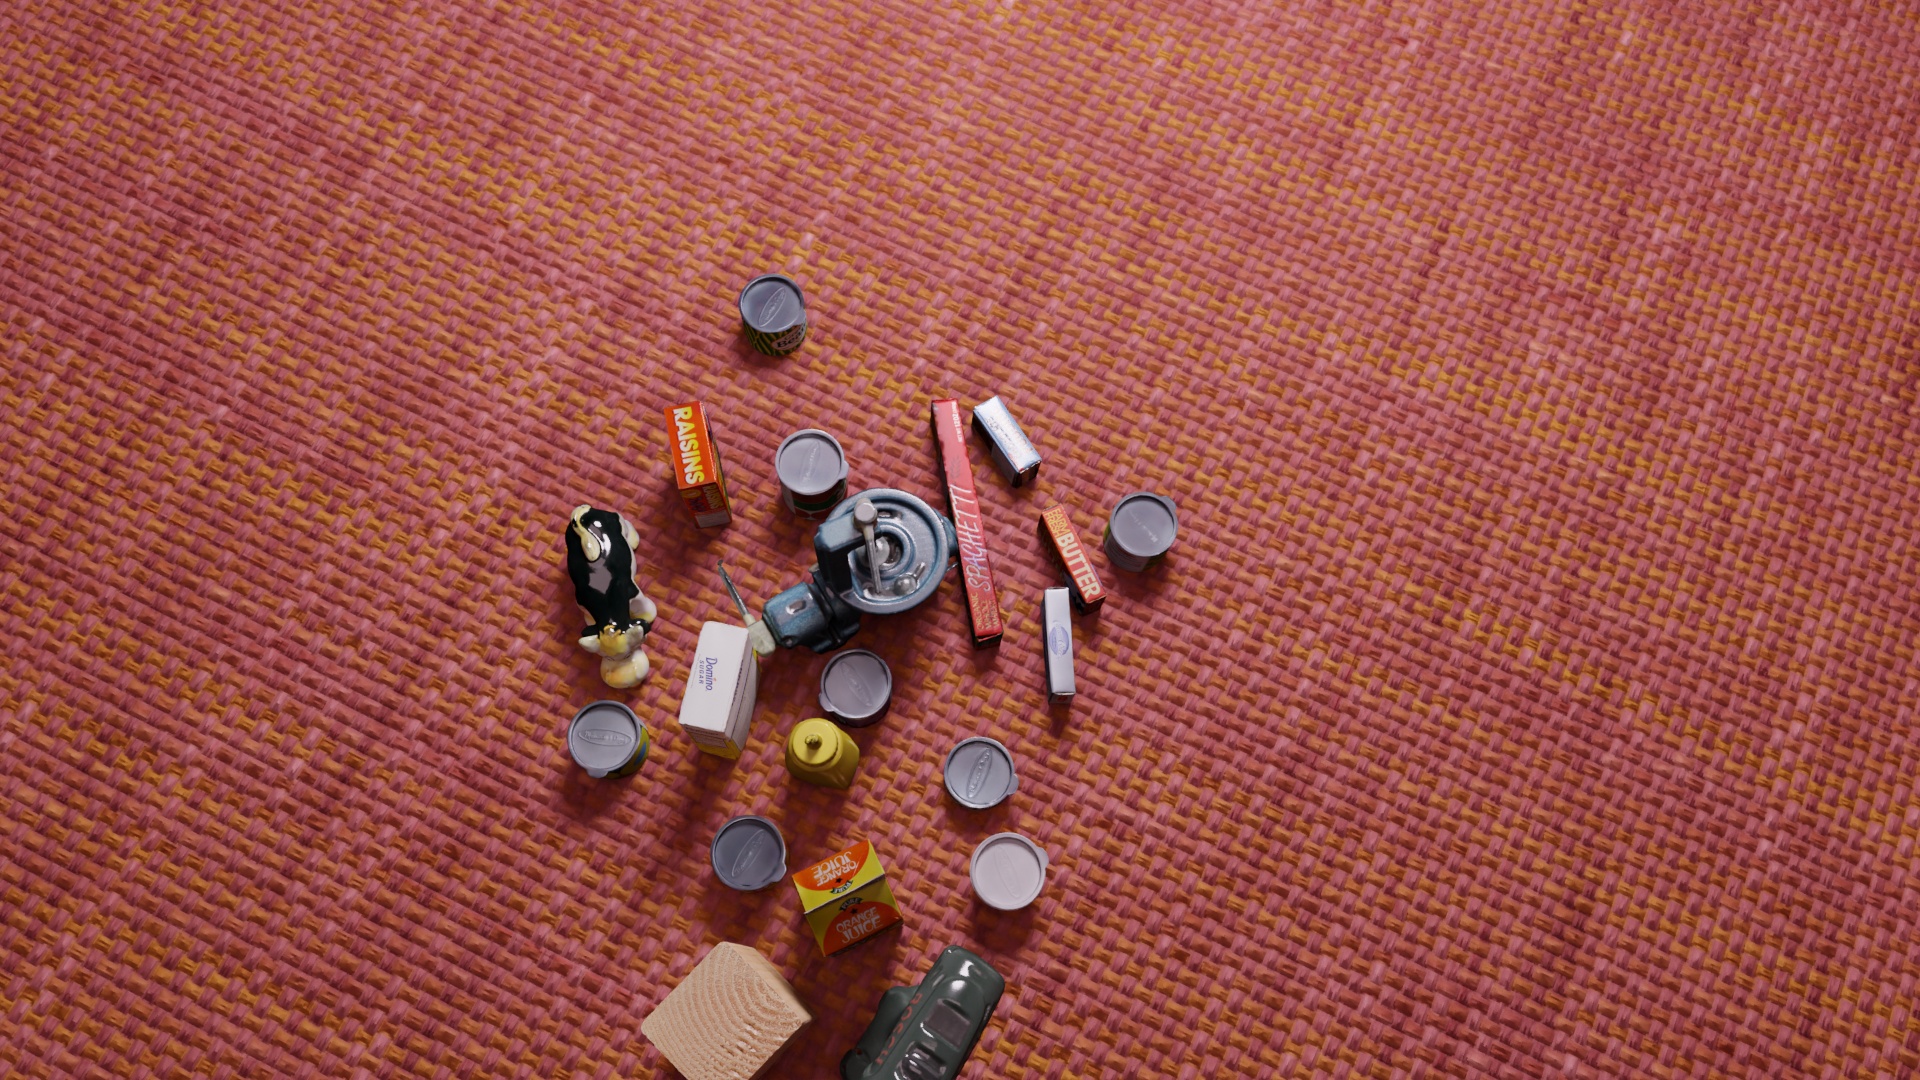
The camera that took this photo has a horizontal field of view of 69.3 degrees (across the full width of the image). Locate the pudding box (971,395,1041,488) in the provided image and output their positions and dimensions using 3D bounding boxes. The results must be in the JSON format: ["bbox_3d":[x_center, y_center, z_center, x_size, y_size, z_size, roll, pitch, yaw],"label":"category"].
[{"bbox_3d":[0.045,-0.099,1.393,0.030,0.049,0.084,-32,76,-11],"label":"pudding box"}]

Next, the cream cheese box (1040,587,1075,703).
[{"bbox_3d":[0.093,0.101,1.329,0.024,0.053,0.104,-2,72,-3],"label":"cream cheese box"}]

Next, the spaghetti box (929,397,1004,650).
[{"bbox_3d":[0.005,-0.017,1.365,0.029,0.050,0.250,-9,73,-5],"label":"spaghetti box"}]

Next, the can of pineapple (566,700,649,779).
[{"bbox_3d":[-0.325,0.186,1.282,0.071,0.057,0.071,1,72,-2],"label":"can of pineapple"}]

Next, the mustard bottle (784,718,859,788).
[{"bbox_3d":[-0.125,0.187,1.236,0.065,0.159,0.049,15,73,2],"label":"mustard bottle"}]

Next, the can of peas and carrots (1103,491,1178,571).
[{"bbox_3d":[0.178,-0.009,1.365,0.071,0.058,0.071,1,72,-2],"label":"can of peas and carrots"}]

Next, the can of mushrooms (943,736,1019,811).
[{"bbox_3d":[0.019,0.220,1.298,0.071,0.033,0.071,1,72,-2],"label":"can of mushrooms"}]

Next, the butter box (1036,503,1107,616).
[{"bbox_3d":[0.108,0.019,1.356,0.024,0.053,0.103,-23,75,-9],"label":"butter box"}]

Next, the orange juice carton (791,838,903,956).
[{"bbox_3d":[-0.095,0.306,1.183,0.072,0.192,0.073,-23,75,-9],"label":"orange juice carton"}]

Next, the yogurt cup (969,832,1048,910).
[{"bbox_3d":[0.041,0.302,1.262,0.072,0.053,0.072,1,72,-2],"label":"yogurt cup"}]

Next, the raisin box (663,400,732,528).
[{"bbox_3d":[-0.250,-0.071,1.333,0.040,0.123,0.086,-12,74,-6],"label":"raisin box"}]

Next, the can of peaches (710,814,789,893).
[{"bbox_3d":[-0.187,0.286,1.256,0.071,0.058,0.071,1,72,-2],"label":"can of peaches"}]

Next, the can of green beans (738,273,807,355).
[{"bbox_3d":[-0.191,-0.230,1.421,0.071,0.057,0.071,1,72,-2],"label":"can of green beans"}]

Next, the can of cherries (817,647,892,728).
[{"bbox_3d":[-0.100,0.141,1.306,0.071,0.058,0.071,1,72,-2],"label":"can of cherries"}]

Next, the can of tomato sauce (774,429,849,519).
[{"bbox_3d":[-0.142,-0.063,1.356,0.071,0.083,0.071,1,73,-2],"label":"can of tomato sauce"}]
